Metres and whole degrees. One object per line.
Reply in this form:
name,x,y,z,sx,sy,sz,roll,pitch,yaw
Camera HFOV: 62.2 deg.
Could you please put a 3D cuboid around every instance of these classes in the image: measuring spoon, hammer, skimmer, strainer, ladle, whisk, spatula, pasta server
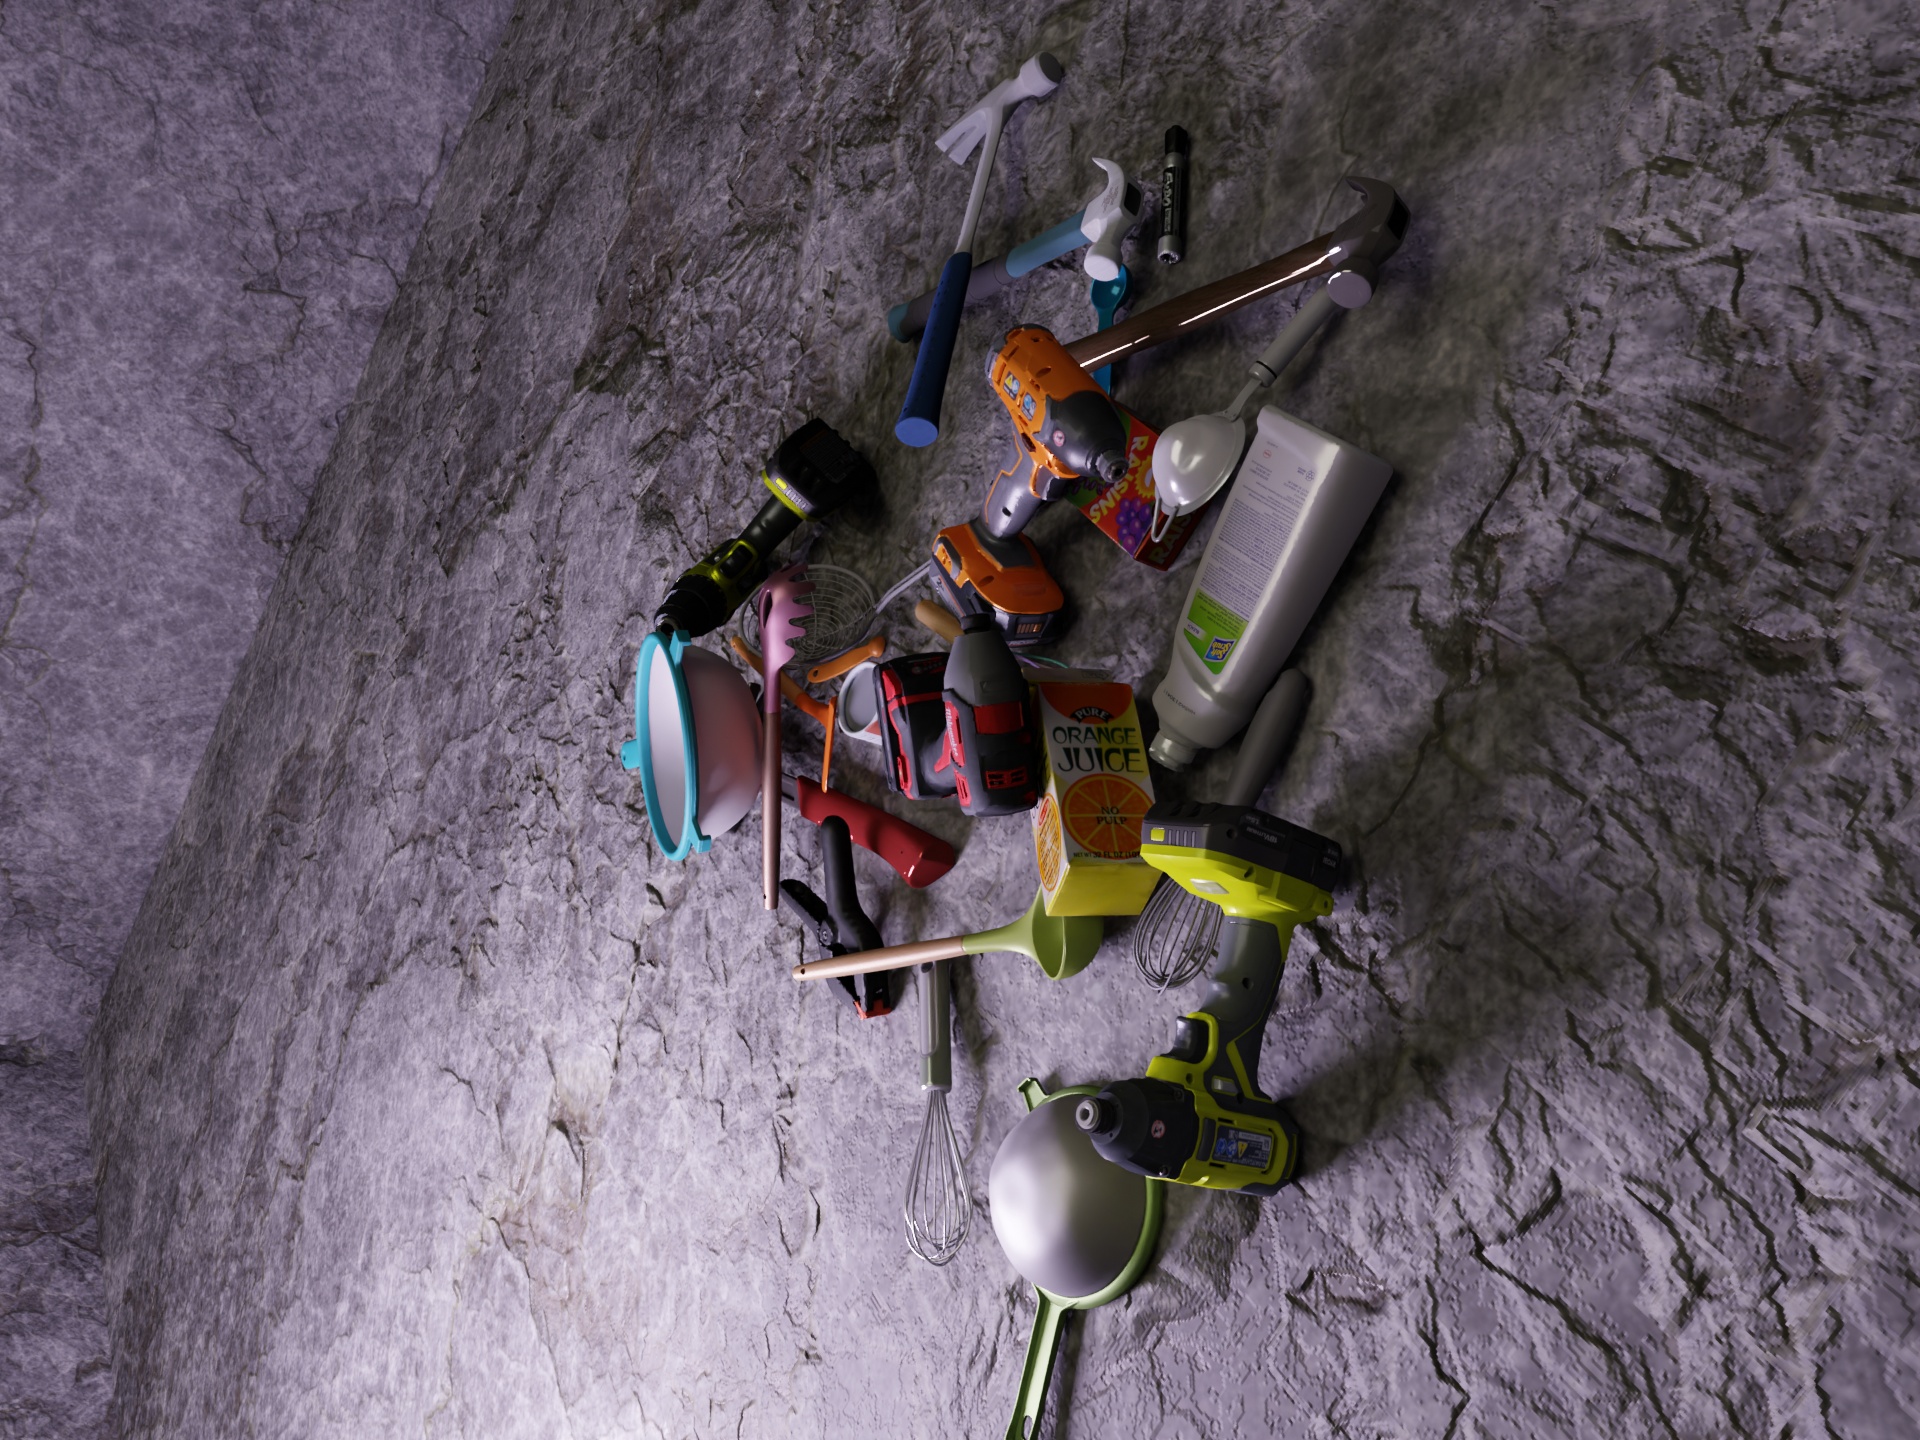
measuring spoon,0.125,-0.312,1.306,0.042,0.021,0.128,1,86,50
hammer,-0.001,-0.414,1.413,0.144,0.035,0.406,-19,50,47
skimmer,-0.053,-0.149,1.392,0.363,0.090,0.127,-31,36,38
strainer,-0.257,0.024,1.531,0.340,0.095,0.211,170,94,-69
hammer,-0.119,0.068,1.435,0.359,0.036,0.149,18,91,52
strainer,0.206,-0.240,1.124,0.258,0.050,0.087,-50,30,3
ladle,-0.023,0.175,1.227,0.320,0.062,0.078,-16,71,37
hammer,0.188,-0.312,1.177,0.331,0.031,0.130,-10,43,51
hammer,0.039,-0.399,1.409,0.331,0.033,0.128,-10,55,52
measuring spoon,-0.110,-0.056,1.490,0.117,0.011,0.021,-20,61,45
whisk,0.024,-0.056,1.306,0.245,0.047,0.051,39,108,53
spatula,-0.165,-0.027,1.483,0.323,0.041,0.081,36,124,56
whisk,-0.019,0.292,1.223,0.058,0.059,0.247,-21,55,31
whisk,0.179,0.075,1.071,0.055,0.055,0.239,26,92,51
pasta server,-0.161,0.017,1.416,0.060,0.040,0.316,23,115,56
strainer,0.050,0.375,1.086,0.151,0.069,0.256,5,79,51

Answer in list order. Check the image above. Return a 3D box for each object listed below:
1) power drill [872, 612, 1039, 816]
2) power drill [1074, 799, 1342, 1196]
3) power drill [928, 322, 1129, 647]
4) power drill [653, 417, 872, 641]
power drill,-0.002,-0.004,1.196,0.220,0.078,0.143,178,84,-75
power drill,0.151,0.168,0.968,0.080,0.171,0.223,-1,73,49
power drill,0.057,-0.165,1.218,0.164,0.084,0.226,57,141,40
power drill,-0.198,-0.172,1.528,0.228,0.080,0.191,-44,7,27
